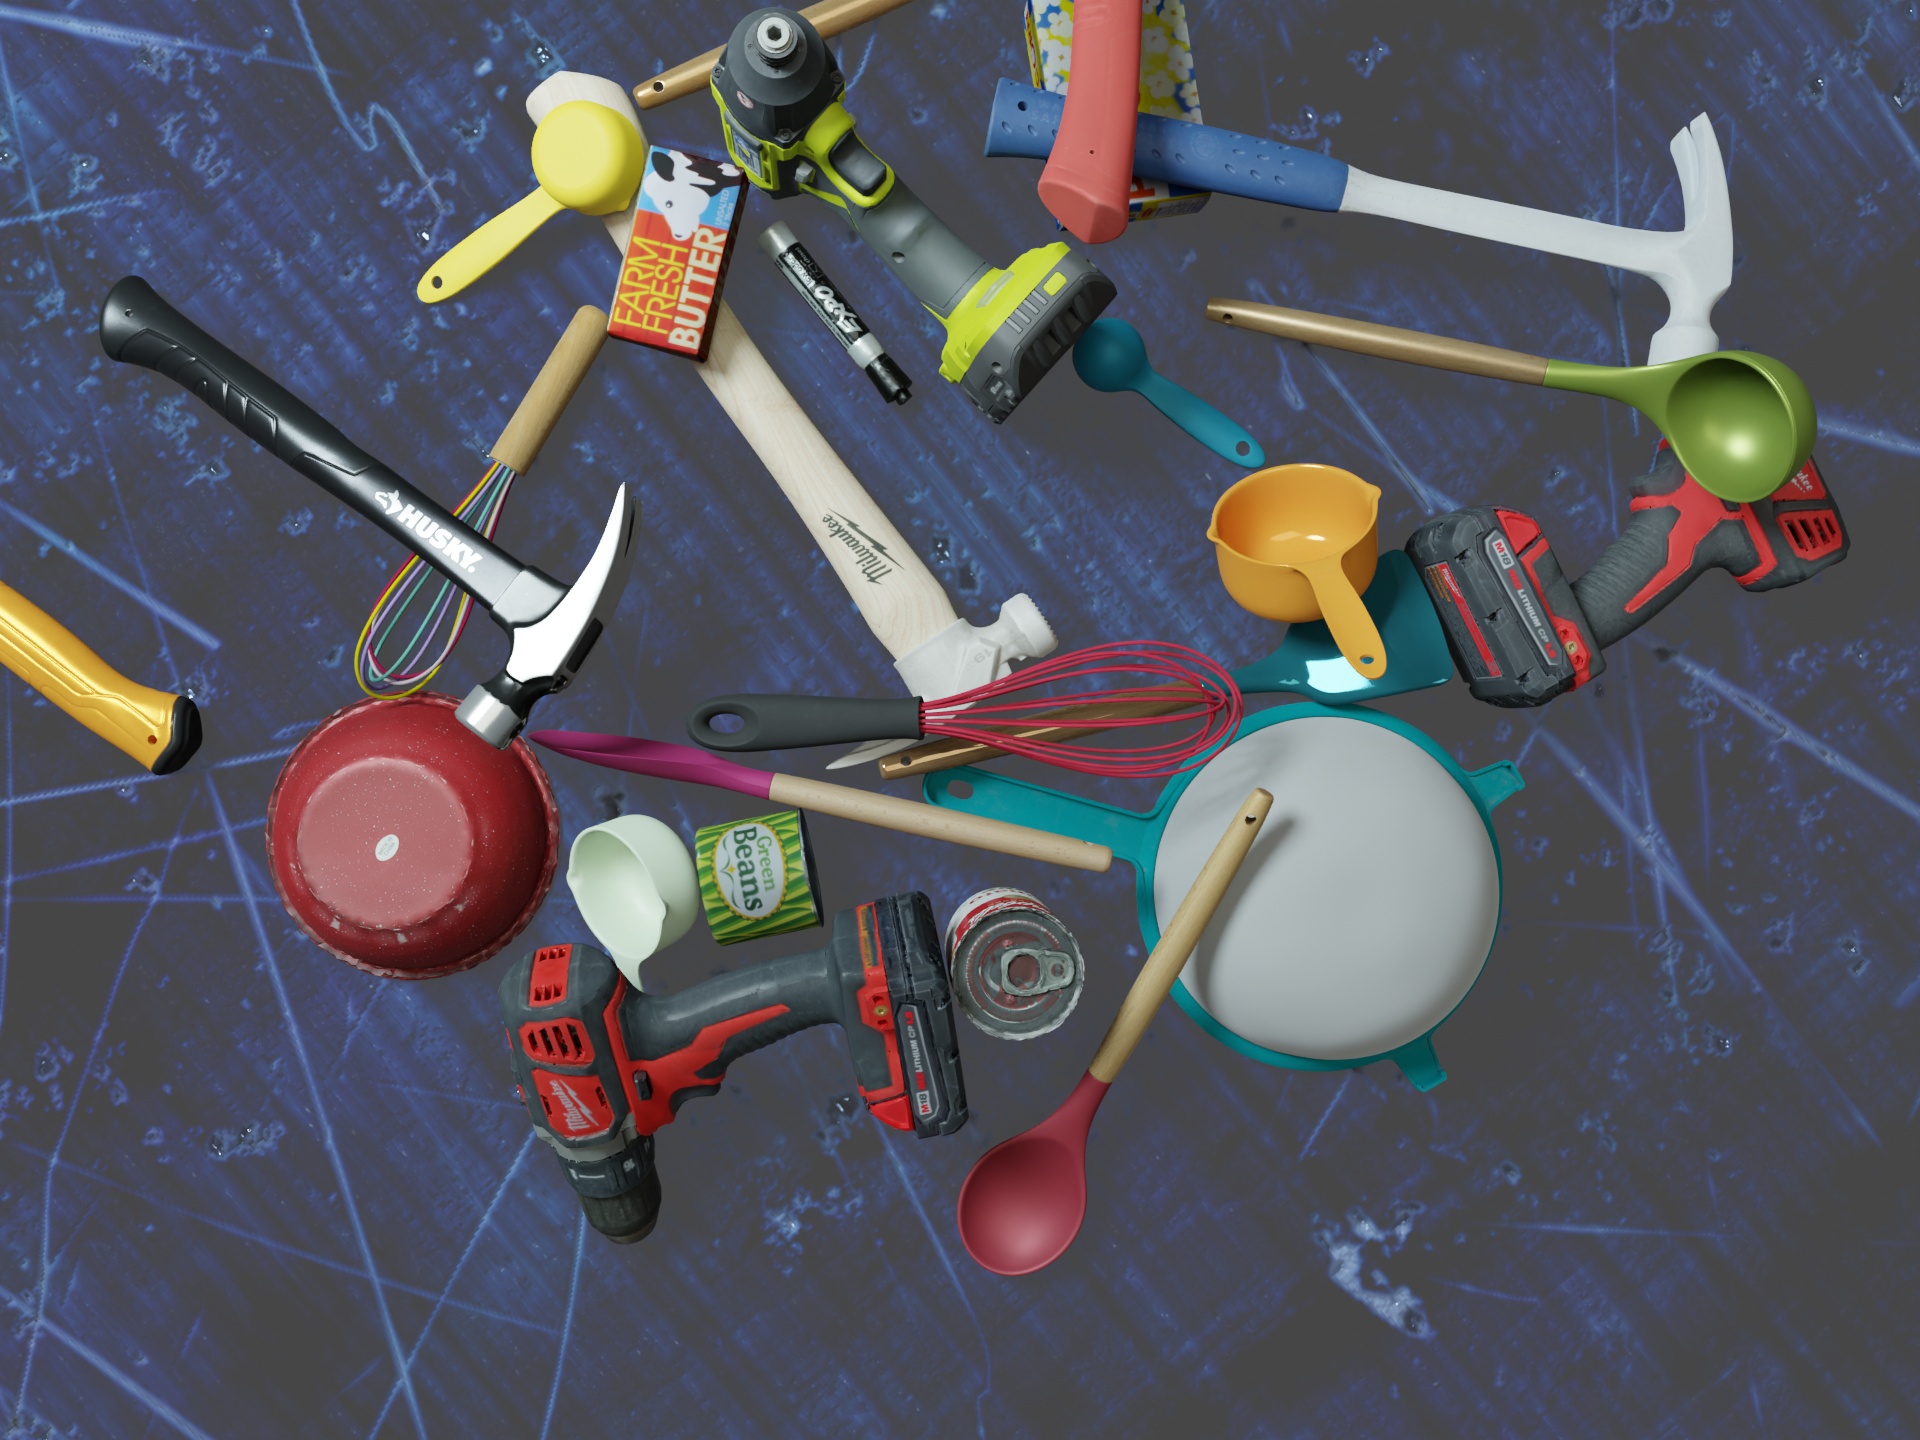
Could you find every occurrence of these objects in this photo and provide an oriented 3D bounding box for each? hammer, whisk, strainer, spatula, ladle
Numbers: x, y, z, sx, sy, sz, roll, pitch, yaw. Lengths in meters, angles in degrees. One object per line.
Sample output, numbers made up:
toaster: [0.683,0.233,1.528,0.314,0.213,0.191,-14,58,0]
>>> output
hammer: [0.089,-0.415,0.839,0.149,0.036,0.359,5,73,-2]
hammer: [0.216,-0.288,0.852,0.405,0.035,0.144,11,83,-2]
whisk: [-0.001,-0.003,0.837,0.296,0.073,0.073,-2,90,8]
strainer: [0.146,0.078,0.862,0.340,0.095,0.211,15,90,-4]
whisk: [-0.259,-0.119,0.873,0.047,0.051,0.245,32,84,-23]
hammer: [-0.119,-0.170,0.878,0.146,0.038,0.410,-34,91,-1]
hammer: [-0.320,-0.136,0.836,0.335,0.035,0.146,35,81,10]
spatula: [0.109,-0.016,0.877,0.317,0.044,0.082,-15,74,-8]
ladle: [0.282,-0.184,0.846,0.320,0.078,0.062,16,48,17]
ladle: [0.085,0.169,0.850,0.069,0.031,0.315,28,108,2]
hammer: [-0.559,-0.076,0.857,0.337,0.034,0.127,37,88,-2]

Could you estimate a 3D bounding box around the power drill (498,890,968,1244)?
power drill: [-0.114,0.189,0.839,0.226,0.080,0.187,-10,121,-4]

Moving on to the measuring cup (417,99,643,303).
measuring cup: [-0.239,-0.273,0.854,0.156,0.029,0.062,-32,88,15]

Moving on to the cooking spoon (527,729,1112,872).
cooking spoon: [-0.076,0.041,0.851,0.319,0.069,0.017,12,97,4]

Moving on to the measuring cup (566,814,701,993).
measuring cup: [-0.168,0.130,0.874,0.083,0.038,0.167,9,115,39]

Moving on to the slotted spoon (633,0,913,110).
slotted spoon: [-0.036,-0.405,0.886,0.314,0.031,0.070,-23,94,-1]

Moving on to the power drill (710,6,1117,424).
power drill: [-0.031,-0.261,0.817,0.223,0.171,0.080,42,89,-6]

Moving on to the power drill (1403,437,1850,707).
power drill: [0.370,-0.108,0.885,0.219,0.078,0.143,-27,92,-5]

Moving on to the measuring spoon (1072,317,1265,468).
measuring spoon: [0.120,-0.183,0.896,0.128,0.021,0.042,35,89,-1]

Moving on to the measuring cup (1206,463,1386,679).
measuring cup: [0.190,-0.065,0.838,0.095,0.174,0.052,-15,135,2]
